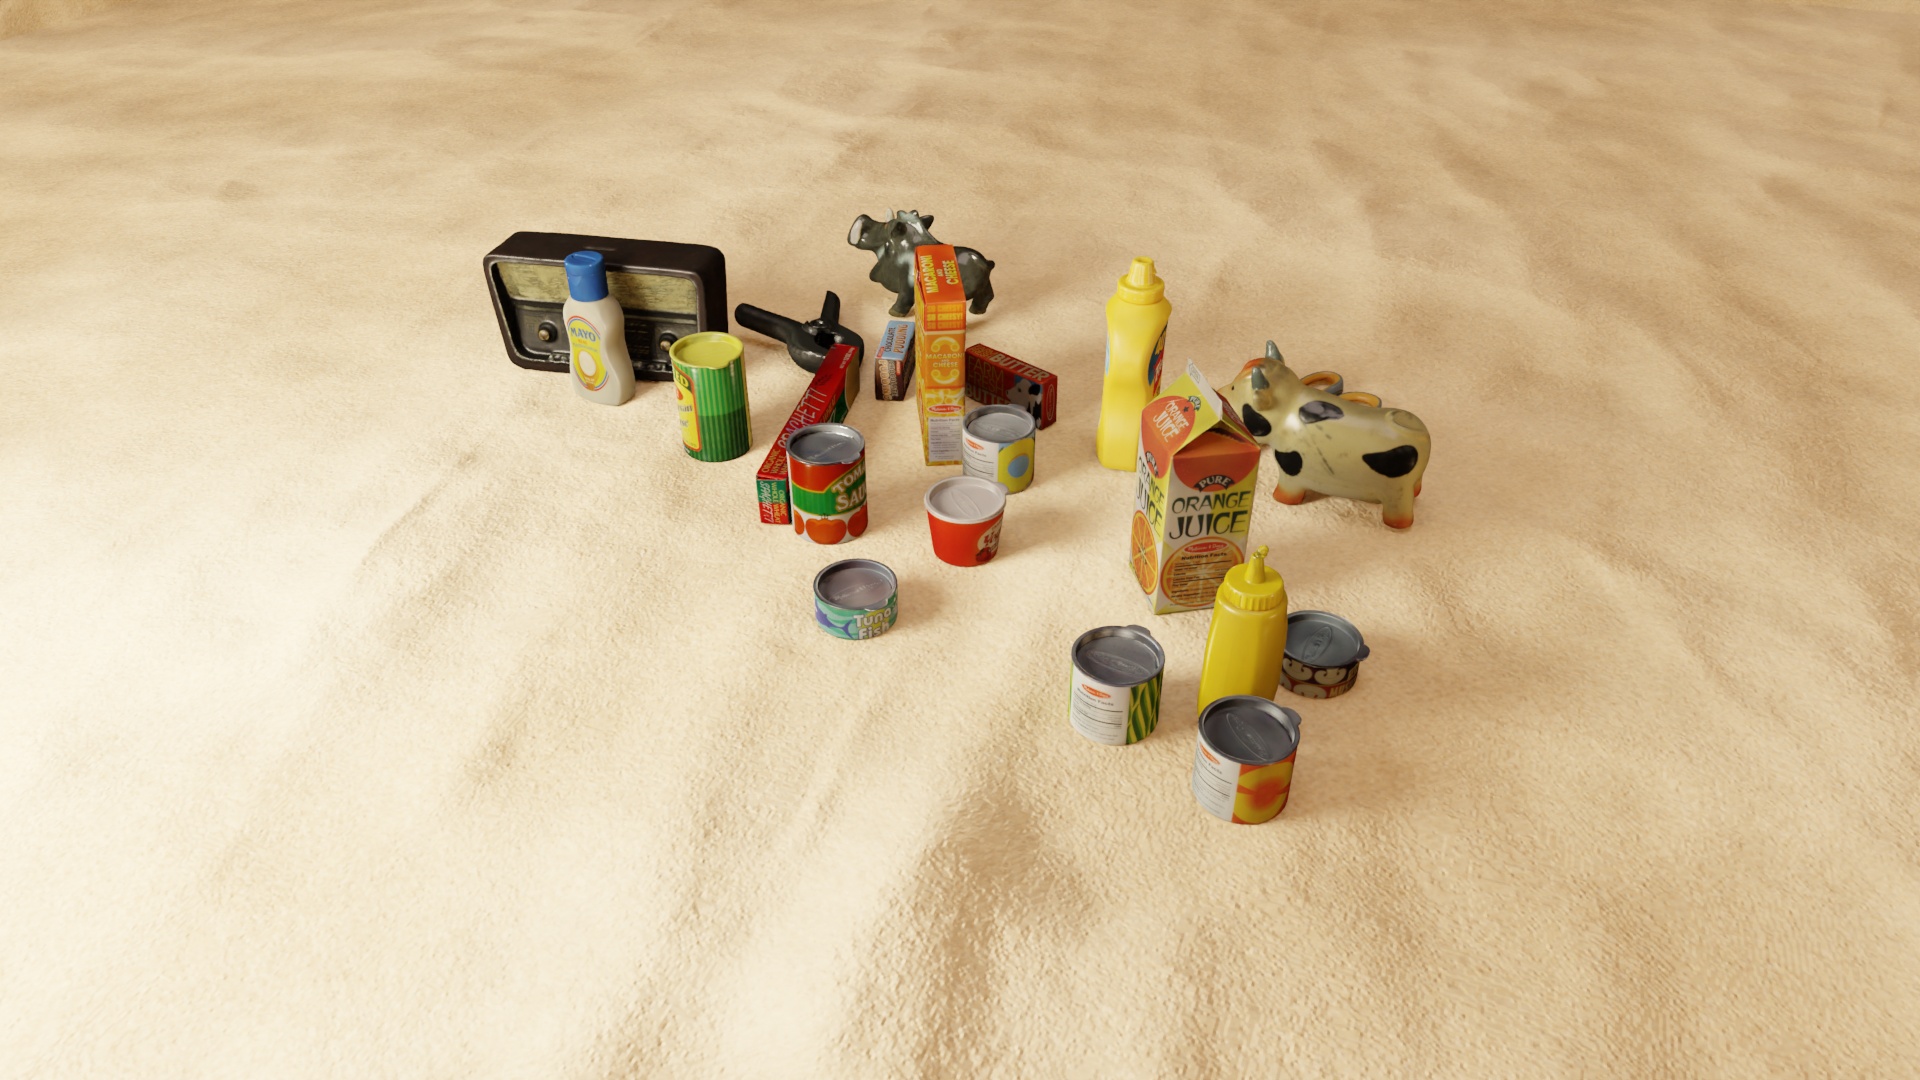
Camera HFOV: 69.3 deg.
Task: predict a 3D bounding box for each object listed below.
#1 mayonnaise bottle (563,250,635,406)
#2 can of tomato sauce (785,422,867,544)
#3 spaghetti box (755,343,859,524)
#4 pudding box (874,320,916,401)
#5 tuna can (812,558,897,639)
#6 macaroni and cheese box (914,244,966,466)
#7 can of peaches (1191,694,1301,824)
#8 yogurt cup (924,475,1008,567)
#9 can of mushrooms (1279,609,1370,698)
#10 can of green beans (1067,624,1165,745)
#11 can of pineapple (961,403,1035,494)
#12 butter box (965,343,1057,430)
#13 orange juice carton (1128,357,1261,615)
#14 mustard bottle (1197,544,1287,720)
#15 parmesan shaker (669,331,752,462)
[{"bbox_3d":[-0.354,-0.205,1.344,0.065,0.147,0.041,17,39,22],"label":"mayonnaise bottle"},{"bbox_3d":[-0.111,-0.047,1.178,0.071,0.082,0.071,0,35,0],"label":"can of tomato sauce"},{"bbox_3d":[-0.137,-0.103,1.285,0.029,0.050,0.251,6,36,9],"label":"spaghetti box"},{"bbox_3d":[-0.065,-0.182,1.396,0.030,0.049,0.084,5,36,6],"label":"pudding box"},{"bbox_3d":[-0.080,0.047,1.089,0.071,0.032,0.071,0,35,0],"label":"tuna can"},{"bbox_3d":[-0.020,-0.171,1.281,0.040,0.165,0.124,-3,35,-5],"label":"macaroni and cheese box"},{"bbox_3d":[0.192,0.146,0.929,0.071,0.057,0.071,0,35,0],"label":"can of peaches"},{"bbox_3d":[0.004,-0.015,1.158,0.072,0.053,0.073,0,35,0],"label":"yogurt cup"},{"bbox_3d":[0.267,0.085,1.035,0.071,0.033,0.071,0,35,0],"label":"can of mushrooms"},{"bbox_3d":[0.111,0.103,0.989,0.071,0.057,0.071,0,35,0],"label":"can of green beans"},{"bbox_3d":[0.036,-0.082,1.250,0.071,0.057,0.071,0,35,0],"label":"can of pineapple"},{"bbox_3d":[0.048,-0.151,1.350,0.103,0.052,0.024,29,44,34],"label":"butter box"},{"bbox_3d":[0.180,-0.041,1.076,0.073,0.191,0.072,-7,36,-9],"label":"orange juice carton"},{"bbox_3d":[0.197,0.065,0.955,0.049,0.159,0.066,19,40,25],"label":"mustard bottle"},{"bbox_3d":[-0.227,-0.130,1.277,0.071,0.102,0.072,0,35,0],"label":"parmesan shaker"}]
